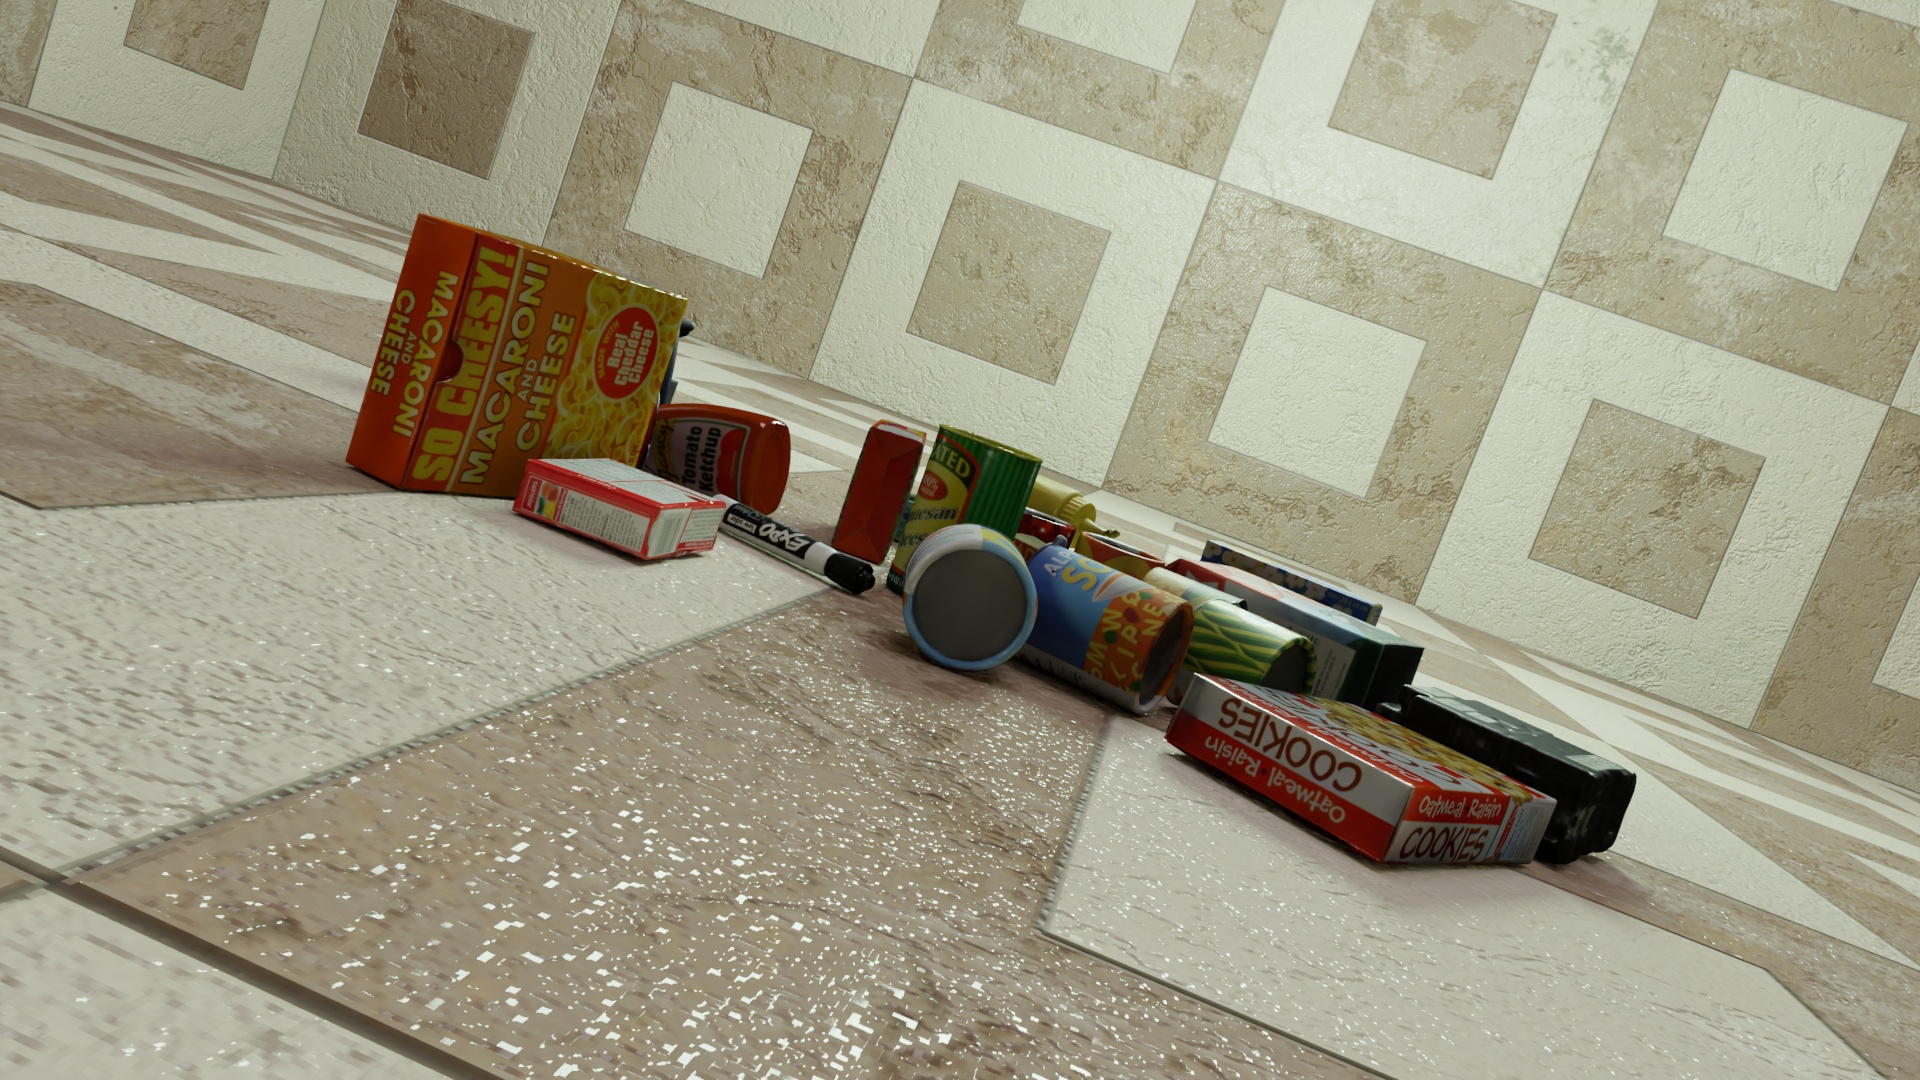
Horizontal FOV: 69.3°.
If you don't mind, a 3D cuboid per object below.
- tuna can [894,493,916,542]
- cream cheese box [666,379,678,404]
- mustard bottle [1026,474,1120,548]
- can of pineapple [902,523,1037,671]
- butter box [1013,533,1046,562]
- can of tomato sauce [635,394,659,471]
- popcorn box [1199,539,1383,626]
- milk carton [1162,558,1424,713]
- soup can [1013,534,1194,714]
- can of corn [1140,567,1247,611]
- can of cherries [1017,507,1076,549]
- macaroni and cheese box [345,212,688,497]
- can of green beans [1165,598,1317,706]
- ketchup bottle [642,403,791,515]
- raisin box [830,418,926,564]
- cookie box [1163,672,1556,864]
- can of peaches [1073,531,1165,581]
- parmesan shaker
[{"bbox_3d":[-0.027,-0.013,1.064,0.071,0.032,0.071,19,7,-2],"label":"tuna can"},{"bbox_3d":[-0.274,-0.114,1.064,0.104,0.053,0.024,18,5,-19],"label":"cream cheese box"},{"bbox_3d":[0.054,-0.028,1.090,0.160,0.048,0.065,24,8,32],"label":"mustard bottle"},{"bbox_3d":[0.005,0.029,0.693,0.071,0.071,0.058,20,7,-4],"label":"can of pineapple"},{"bbox_3d":[0.056,0.034,0.851,0.024,0.053,0.103,12,9,-35],"label":"butter box"},{"bbox_3d":[-0.229,-0.072,0.820,0.083,0.071,0.071,16,7,-26],"label":"can of tomato sauce"},{"bbox_3d":[0.218,0.061,0.970,0.127,0.085,0.038,24,8,27],"label":"popcorn box"},{"bbox_3d":[0.192,0.065,0.905,0.191,0.073,0.072,25,10,37],"label":"milk carton"},{"bbox_3d":[0.074,0.044,0.741,0.084,0.071,0.071,23,7,26],"label":"soup can"},{"bbox_3d":[0.133,0.057,0.842,0.058,0.071,0.071,22,7,25],"label":"can of corn"},{"bbox_3d":[0.044,0.007,1.006,0.071,0.058,0.071,20,6,-2],"label":"can of cherries"},{"bbox_3d":[-0.216,-0.084,0.701,0.040,0.123,0.166,21,7,21],"label":"macaroni and cheese box"},{"bbox_3d":[0.155,0.073,0.768,0.058,0.071,0.071,26,8,40],"label":"can of green beans"},{"bbox_3d":[-0.180,-0.059,0.882,0.149,0.064,0.043,13,9,25],"label":"ketchup bottle"},{"bbox_3d":[-0.053,-0.037,0.957,0.040,0.086,0.123,18,7,-3],"label":"raisin box"},{"bbox_3d":[0.198,0.114,0.681,0.167,0.040,0.123,14,9,-46],"label":"cookie box"},{"bbox_3d":[0.108,0.031,0.999,0.071,0.058,0.071,20,6,-2],"label":"can of peaches"},{"bbox_3d":[0.003,-0.010,0.835,0.071,0.103,0.071,19,6,-2],"label":"parmesan shaker"}]
